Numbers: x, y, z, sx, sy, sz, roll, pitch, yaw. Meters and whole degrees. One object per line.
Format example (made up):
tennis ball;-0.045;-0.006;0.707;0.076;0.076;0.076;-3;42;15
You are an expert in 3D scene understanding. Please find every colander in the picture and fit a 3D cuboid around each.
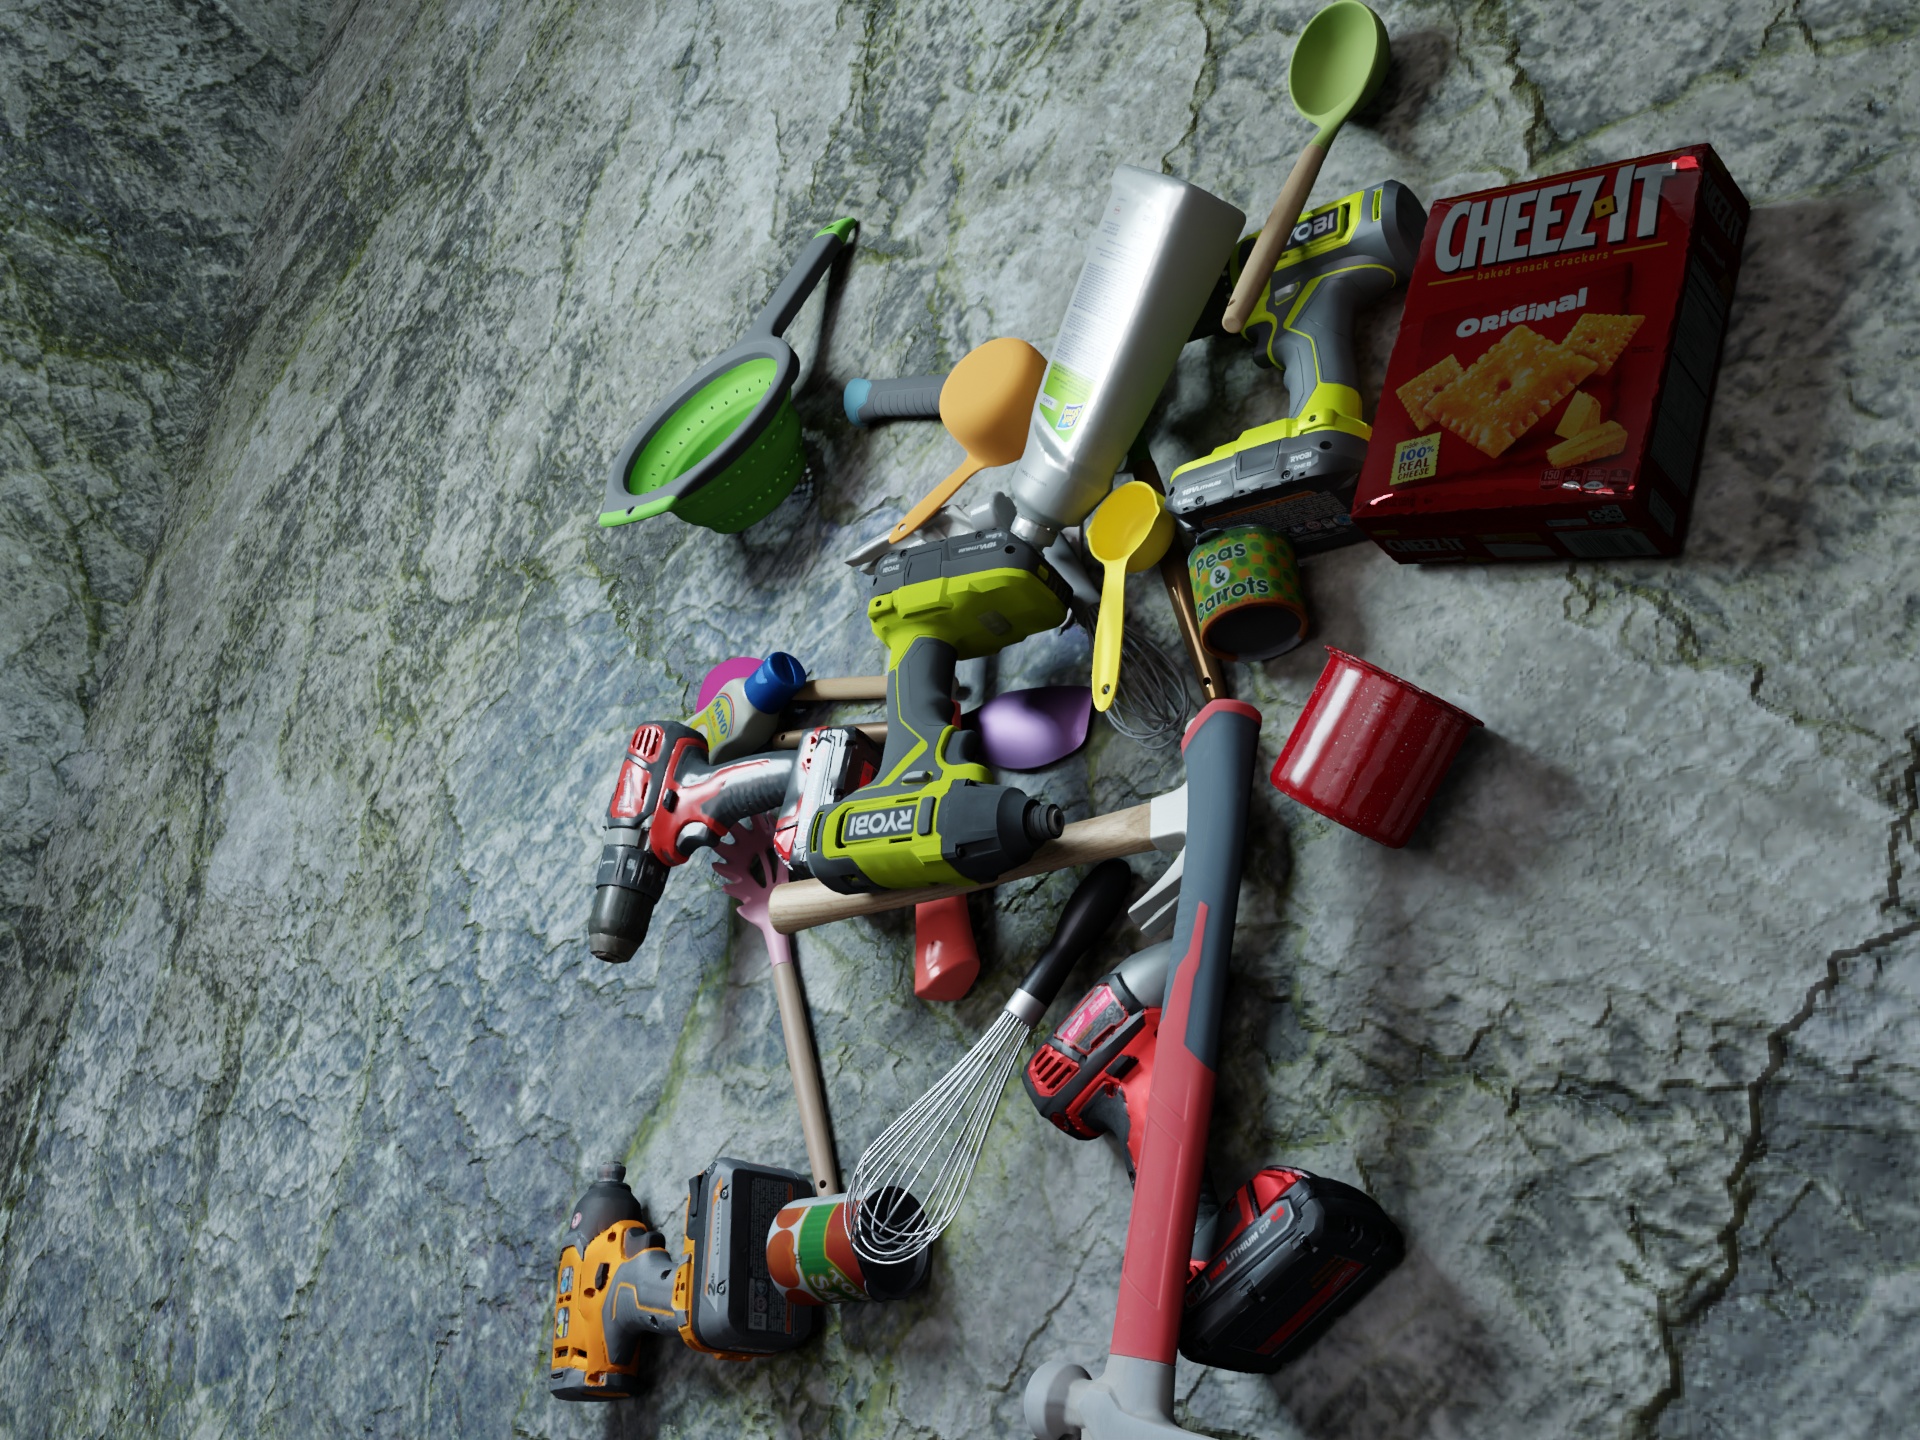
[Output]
colander;-0.168;-0.294;1.422;0.204;0.094;0.397;-4;49;44

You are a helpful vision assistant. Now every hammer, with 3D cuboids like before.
hammer;0.018;0.092;0.996;0.331;0.031;0.130;-16;48;27
hammer;0.019;-0.255;1.240;0.331;0.033;0.128;9;77;47
hammer;-0.022;0.017;1.111;0.149;0.036;0.359;-19;60;36
hammer;0.126;0.165;0.799;0.143;0.038;0.387;-12;57;44

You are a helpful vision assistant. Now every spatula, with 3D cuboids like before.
spatula;-0.031;0.010;1.161;0.316;0.018;0.060;-4;68;43

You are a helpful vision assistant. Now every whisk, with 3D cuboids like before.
whisk;0.021;0.200;0.956;0.070;0.070;0.284;21;72;48
whisk;0.088;-0.068;1.058;0.055;0.055;0.239;-45;44;18

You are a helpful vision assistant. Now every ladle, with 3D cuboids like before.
ladle;0.210;-0.354;1.010;0.078;0.062;0.320;-27;29;50

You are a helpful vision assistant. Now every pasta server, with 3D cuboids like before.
pasta server;-0.127;0.198;1.143;0.060;0.040;0.317;-26;52;11

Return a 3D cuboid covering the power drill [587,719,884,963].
power drill;-0.170;0.089;1.164;0.227;0.080;0.188;-1;63;28

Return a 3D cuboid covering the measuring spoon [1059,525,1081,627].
measuring spoon;0.074;-0.124;1.126;0.034;0.018;0.124;-14;61;40

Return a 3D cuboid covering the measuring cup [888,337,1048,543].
measuring cup;-0.002;-0.203;1.145;0.173;0.052;0.095;-45;40;1

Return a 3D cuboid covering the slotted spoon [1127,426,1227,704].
slotted spoon;0.126;-0.147;1.054;0.070;0.031;0.314;-30;60;29

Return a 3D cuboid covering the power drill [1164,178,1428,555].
power drill;0.197;-0.219;1.012;0.190;0.080;0.229;-12;59;40

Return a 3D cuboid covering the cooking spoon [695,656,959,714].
cooking spoon;-0.116;-0.025;1.264;0.319;0.017;0.069;-1;70;45

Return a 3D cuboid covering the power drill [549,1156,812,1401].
power drill;-0.201;0.370;1.096;0.226;0.084;0.164;-29;51;37

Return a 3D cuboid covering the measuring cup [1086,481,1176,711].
measuring cup;0.105;-0.075;1.002;0.062;0.029;0.157;-12;63;46

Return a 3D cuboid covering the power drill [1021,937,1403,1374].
power drill;0.128;0.219;0.851;0.143;0.078;0.220;-49;40;14

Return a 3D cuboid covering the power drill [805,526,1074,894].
power drill;-0.002;-0.003;1.005;0.171;0.080;0.223;-10;58;33
